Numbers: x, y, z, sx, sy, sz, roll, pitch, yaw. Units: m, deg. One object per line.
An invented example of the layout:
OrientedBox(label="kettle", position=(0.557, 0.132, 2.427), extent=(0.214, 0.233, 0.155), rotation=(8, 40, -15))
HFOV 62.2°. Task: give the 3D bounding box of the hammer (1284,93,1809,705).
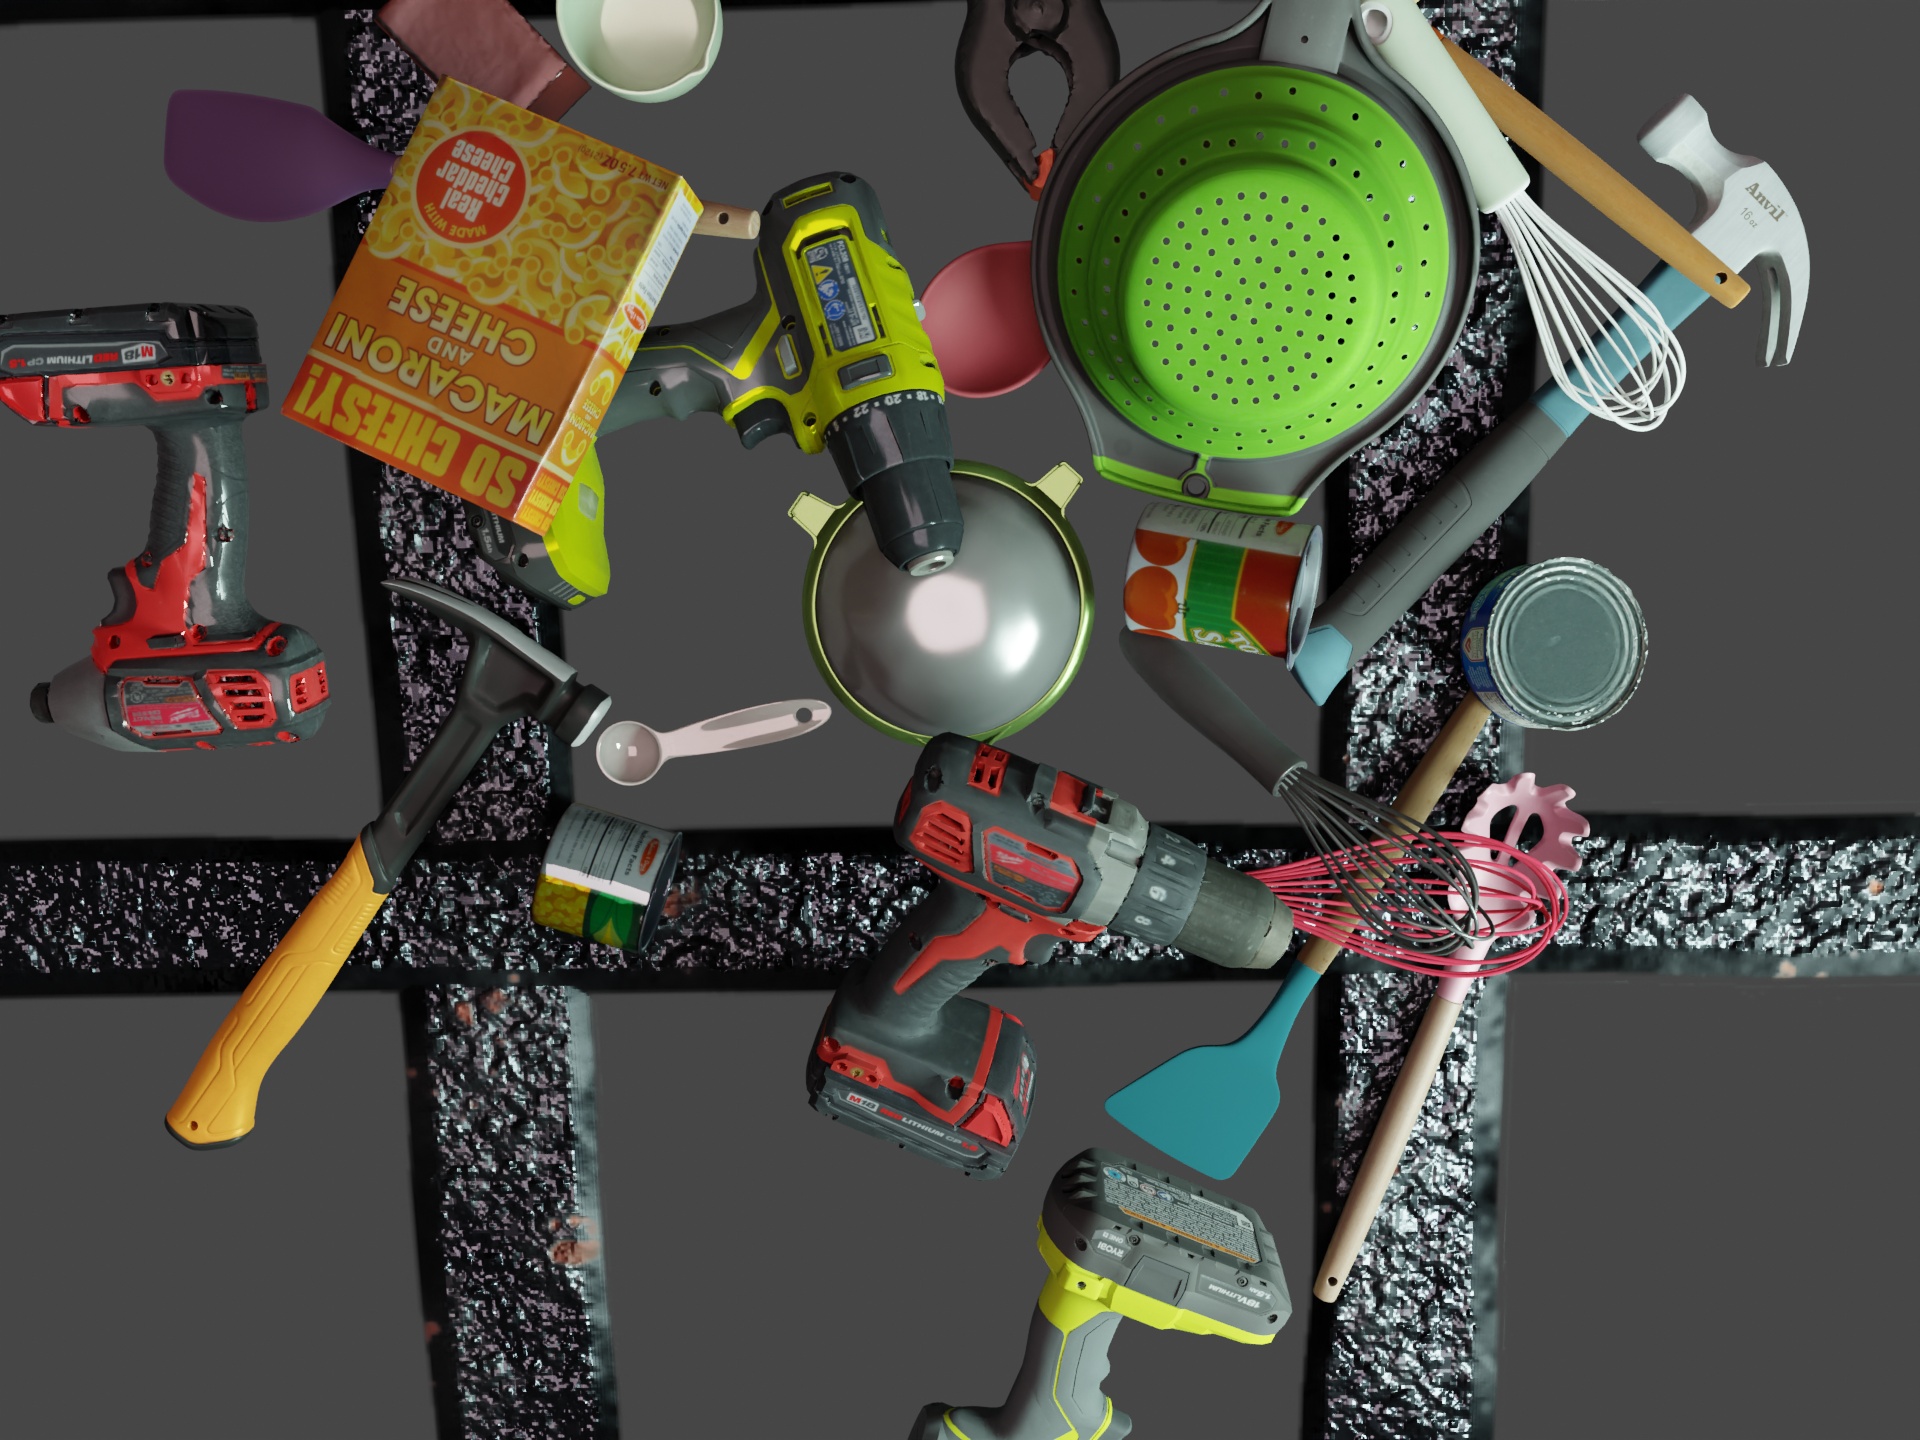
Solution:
OrientedBox(label="hammer", position=(0.281, -0.140, 0.792), extent=(0.128, 0.033, 0.331), rotation=(42, 98, -5))

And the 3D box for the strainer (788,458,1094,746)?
OrientedBox(label="strainer", position=(-0.001, -0.003, 0.801), extent=(0.151, 0.069, 0.256), rotation=(-6, 98, 2))

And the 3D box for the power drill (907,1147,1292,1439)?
OrientedBox(label="power drill", position=(0.082, 0.362, 0.865), extent=(0.171, 0.080, 0.223), rotation=(22, 103, -2))

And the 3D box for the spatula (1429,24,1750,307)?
OrientedBox(label="spatula", position=(0.241, -0.301, 0.745), extent=(0.322, 0.041, 0.081), rotation=(41, 104, 4))

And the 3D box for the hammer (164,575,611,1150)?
OrientedBox(label="hammer", position=(-0.328, 0.087, 0.840), extent=(0.127, 0.034, 0.337), rotation=(35, 99, -6))

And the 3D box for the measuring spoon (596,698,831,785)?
OrientedBox(label="measuring spoon", position=(-0.129, 0.007, 0.836), extent=(0.124, 0.018, 0.034), rotation=(-12, 100, -4))

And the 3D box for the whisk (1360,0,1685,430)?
OrientedBox(label="whisk", position=(0.255, -0.235, 0.729), extent=(0.059, 0.058, 0.246), rotation=(-45, 103, -28))

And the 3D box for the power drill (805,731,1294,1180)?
OrientedBox(label="power drill", position=(0.035, 0.123, 0.771), extent=(0.188, 0.080, 0.226), rotation=(23, 126, -3))

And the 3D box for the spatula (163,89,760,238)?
OrientedBox(label="spatula", position=(-0.244, -0.255, 0.757), extent=(0.316, 0.018, 0.059), rotation=(11, 101, 12))

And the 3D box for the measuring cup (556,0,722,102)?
OrientedBox(label="measuring cup", position=(-0.122, -0.369, 0.755), extent=(0.083, 0.038, 0.167), rotation=(40, 95, -6))

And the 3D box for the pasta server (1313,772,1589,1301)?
OrientedBox(label="pasta server", position=(0.250, 0.174, 0.846), extent=(0.060, 0.040, 0.316), rotation=(21, 101, 11))

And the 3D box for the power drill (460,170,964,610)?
OrientedBox(label="power drill", position=(-0.118, -0.136, 0.757), extent=(0.228, 0.080, 0.191), rotation=(-18, 81, 4))

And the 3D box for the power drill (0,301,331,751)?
OrientedBox(label="power drill", position=(-0.404, -0.091, 0.791), extent=(0.143, 0.078, 0.219), rotation=(-4, 103, 2))

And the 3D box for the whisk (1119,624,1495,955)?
OrientedBox(label="whisk", position=(0.159, 0.026, 0.765), extent=(0.055, 0.055, 0.239), rotation=(-49, 60, 8))

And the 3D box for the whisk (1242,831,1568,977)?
OrientedBox(label="whisk", position=(0.151, 0.086, 0.791), extent=(0.296, 0.073, 0.073), rotation=(3, 100, 5))

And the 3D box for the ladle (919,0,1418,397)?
OrientedBox(label="ladle", position=(0.107, -0.264, 0.756), extent=(0.315, 0.031, 0.069), rotation=(-36, 103, 15))

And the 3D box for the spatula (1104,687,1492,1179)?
OrientedBox(label="spatula", position=(0.194, 0.105, 0.843), extent=(0.082, 0.044, 0.317), rotation=(32, 94, -4))

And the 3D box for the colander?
OrientedBox(label="colander", position=(0.140, -0.266, 0.666), extent=(0.204, 0.094, 0.396), rotation=(13, 116, 5))
